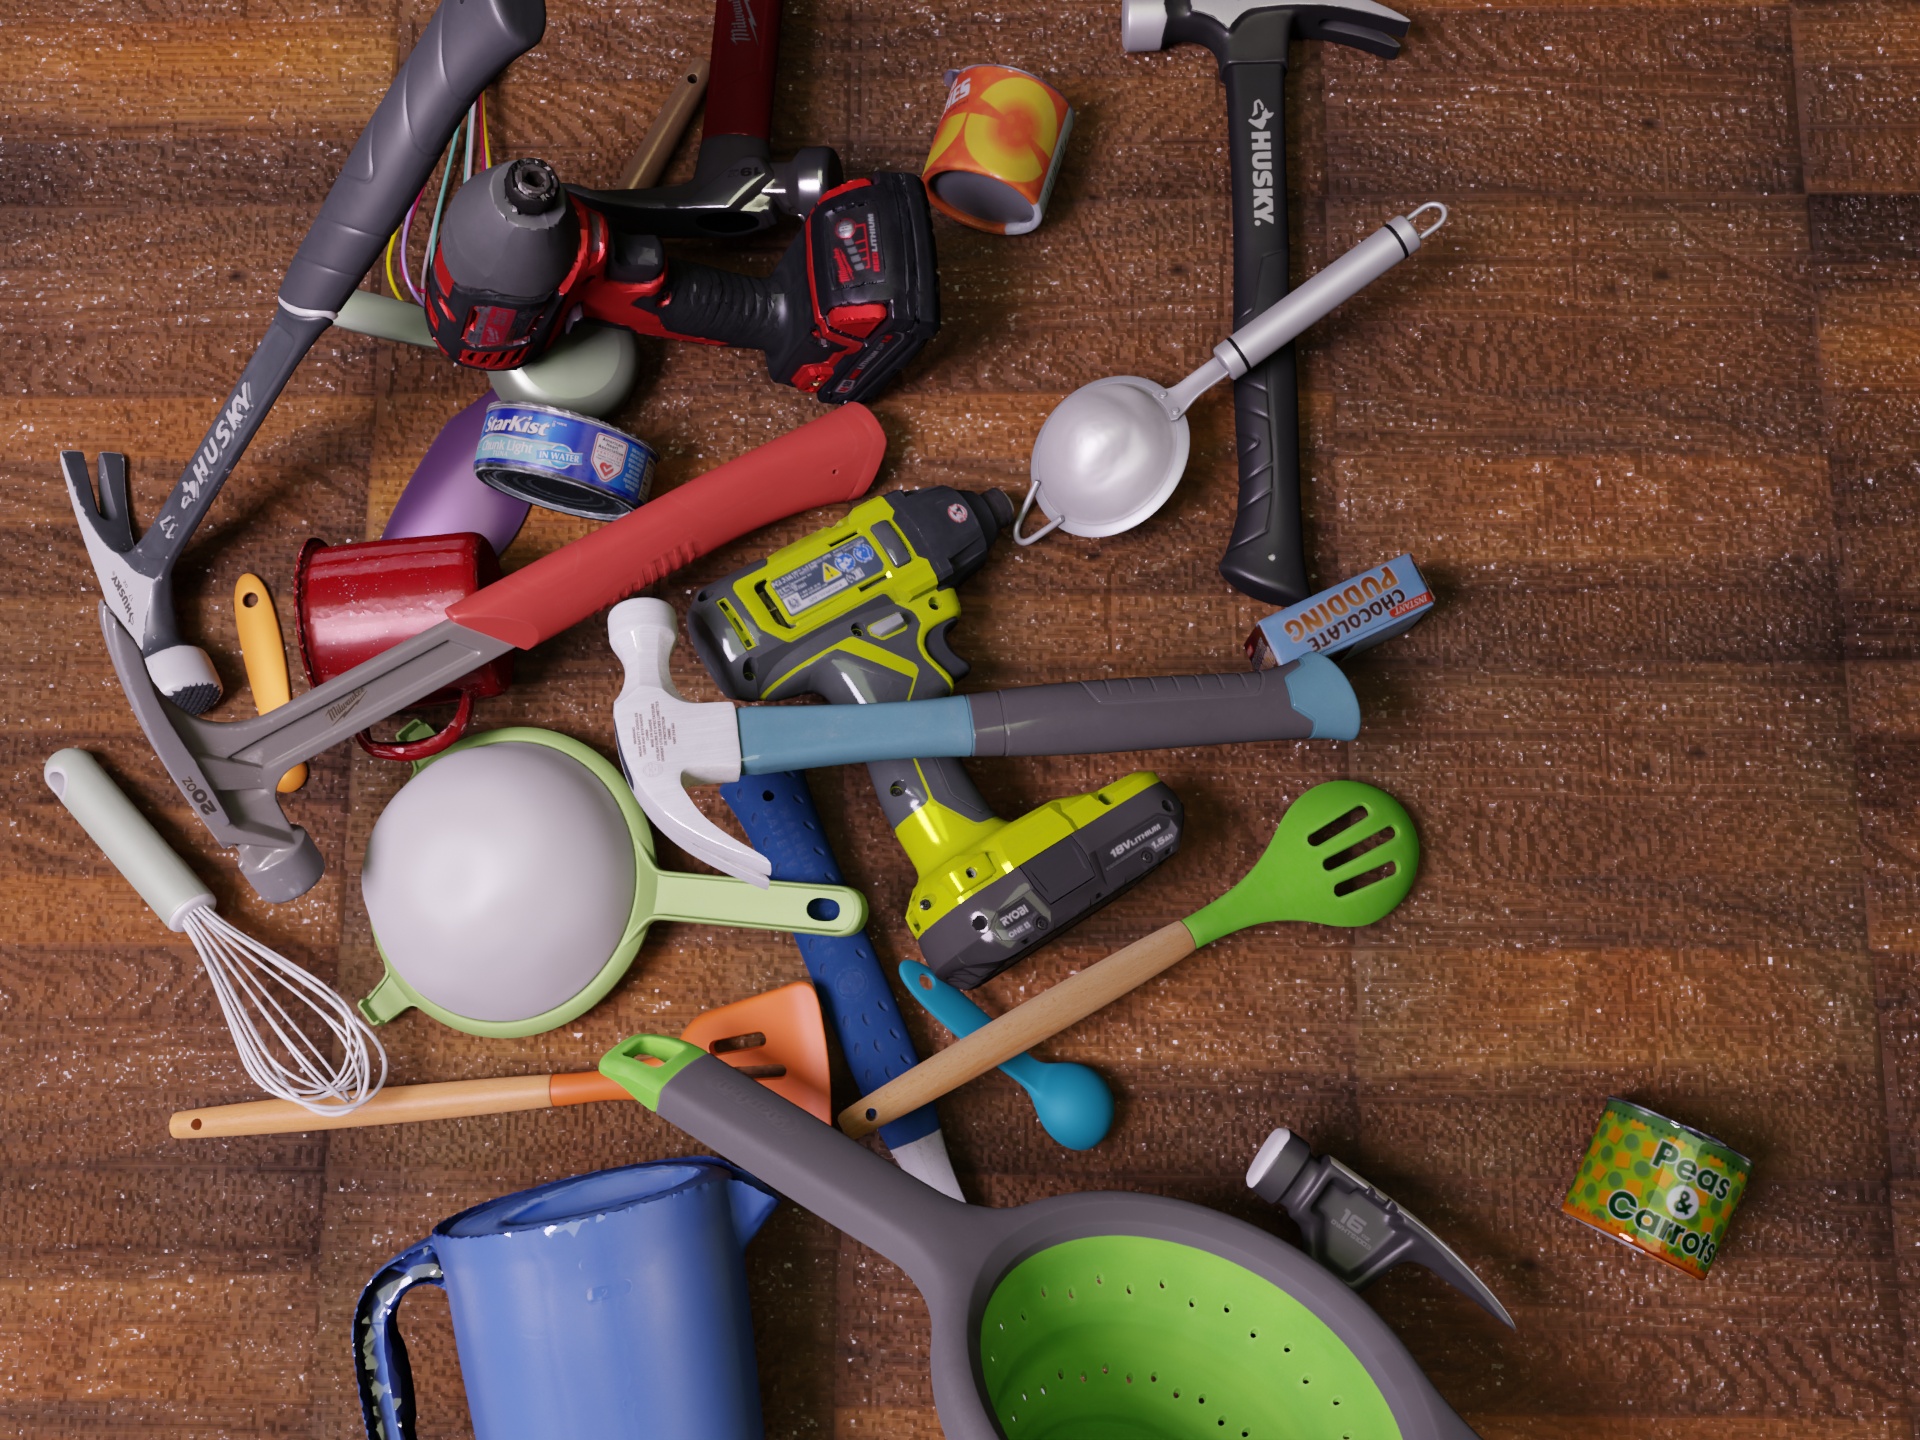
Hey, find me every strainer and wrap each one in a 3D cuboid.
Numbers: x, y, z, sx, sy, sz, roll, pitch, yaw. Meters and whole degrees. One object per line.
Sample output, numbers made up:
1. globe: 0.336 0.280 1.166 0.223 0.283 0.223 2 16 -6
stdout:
1. strainer: -0.173 0.077 0.737 0.256 0.069 0.151 4 82 13
2. strainer: 0.124 -0.173 0.773 0.258 0.050 0.087 -35 61 8

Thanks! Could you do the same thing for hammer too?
1. hammer: 0.098 0.351 0.688 0.127 0.034 0.337 35 84 8
2. hammer: -0.120 -0.435 0.839 0.143 0.038 0.386 1 76 10
3. hammer: -0.187 -0.067 0.726 0.359 0.149 0.037 -33 38 -24
4. hammer: 0.017 0.000 0.700 0.331 0.033 0.128 -4 67 -11
5. hammer: 0.160 -0.223 0.814 0.146 0.035 0.335 -1 81 2
6. hammer: -0.011 0.205 0.750 0.144 0.035 0.406 -24 81 -2
7. hammer: -0.299 -0.174 0.708 0.409 0.036 0.149 -42 72 31

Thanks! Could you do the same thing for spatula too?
1. spatula: -0.205 -0.209 0.829 0.059 0.018 0.316 27 83 -5
2. spatula: -0.220 0.179 0.757 0.322 0.041 0.081 -6 83 1

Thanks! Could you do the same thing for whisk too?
1. whisk: -0.264 -0.323 0.837 0.047 0.051 0.245 2 78 7
2. whisk: -0.363 0.098 0.765 0.246 0.059 0.057 42 119 15

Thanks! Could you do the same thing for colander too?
1. colander: 0.010 0.253 0.641 0.397 0.204 0.094 26 115 20

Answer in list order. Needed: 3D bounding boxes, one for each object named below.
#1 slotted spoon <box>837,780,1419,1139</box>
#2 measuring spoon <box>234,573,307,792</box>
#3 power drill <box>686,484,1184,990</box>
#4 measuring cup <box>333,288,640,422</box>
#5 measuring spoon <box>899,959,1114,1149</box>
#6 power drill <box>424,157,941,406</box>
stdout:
1. slotted spoon: 0.085 0.114 0.740 0.314 0.031 0.070 -27 84 -12
2. measuring spoon: -0.352 -0.020 0.805 0.021 0.011 0.117 -15 81 -1
3. power drill: -0.001 -0.002 0.755 0.171 0.080 0.223 -29 78 -21
4. measuring cup: -0.241 -0.192 0.786 0.167 0.038 0.083 10 89 -21
5. measuring spoon: 0.025 0.151 0.743 0.128 0.021 0.042 41 42 -7
6. power drill: -0.127 -0.206 0.734 0.219 0.143 0.078 -2 79 -25
